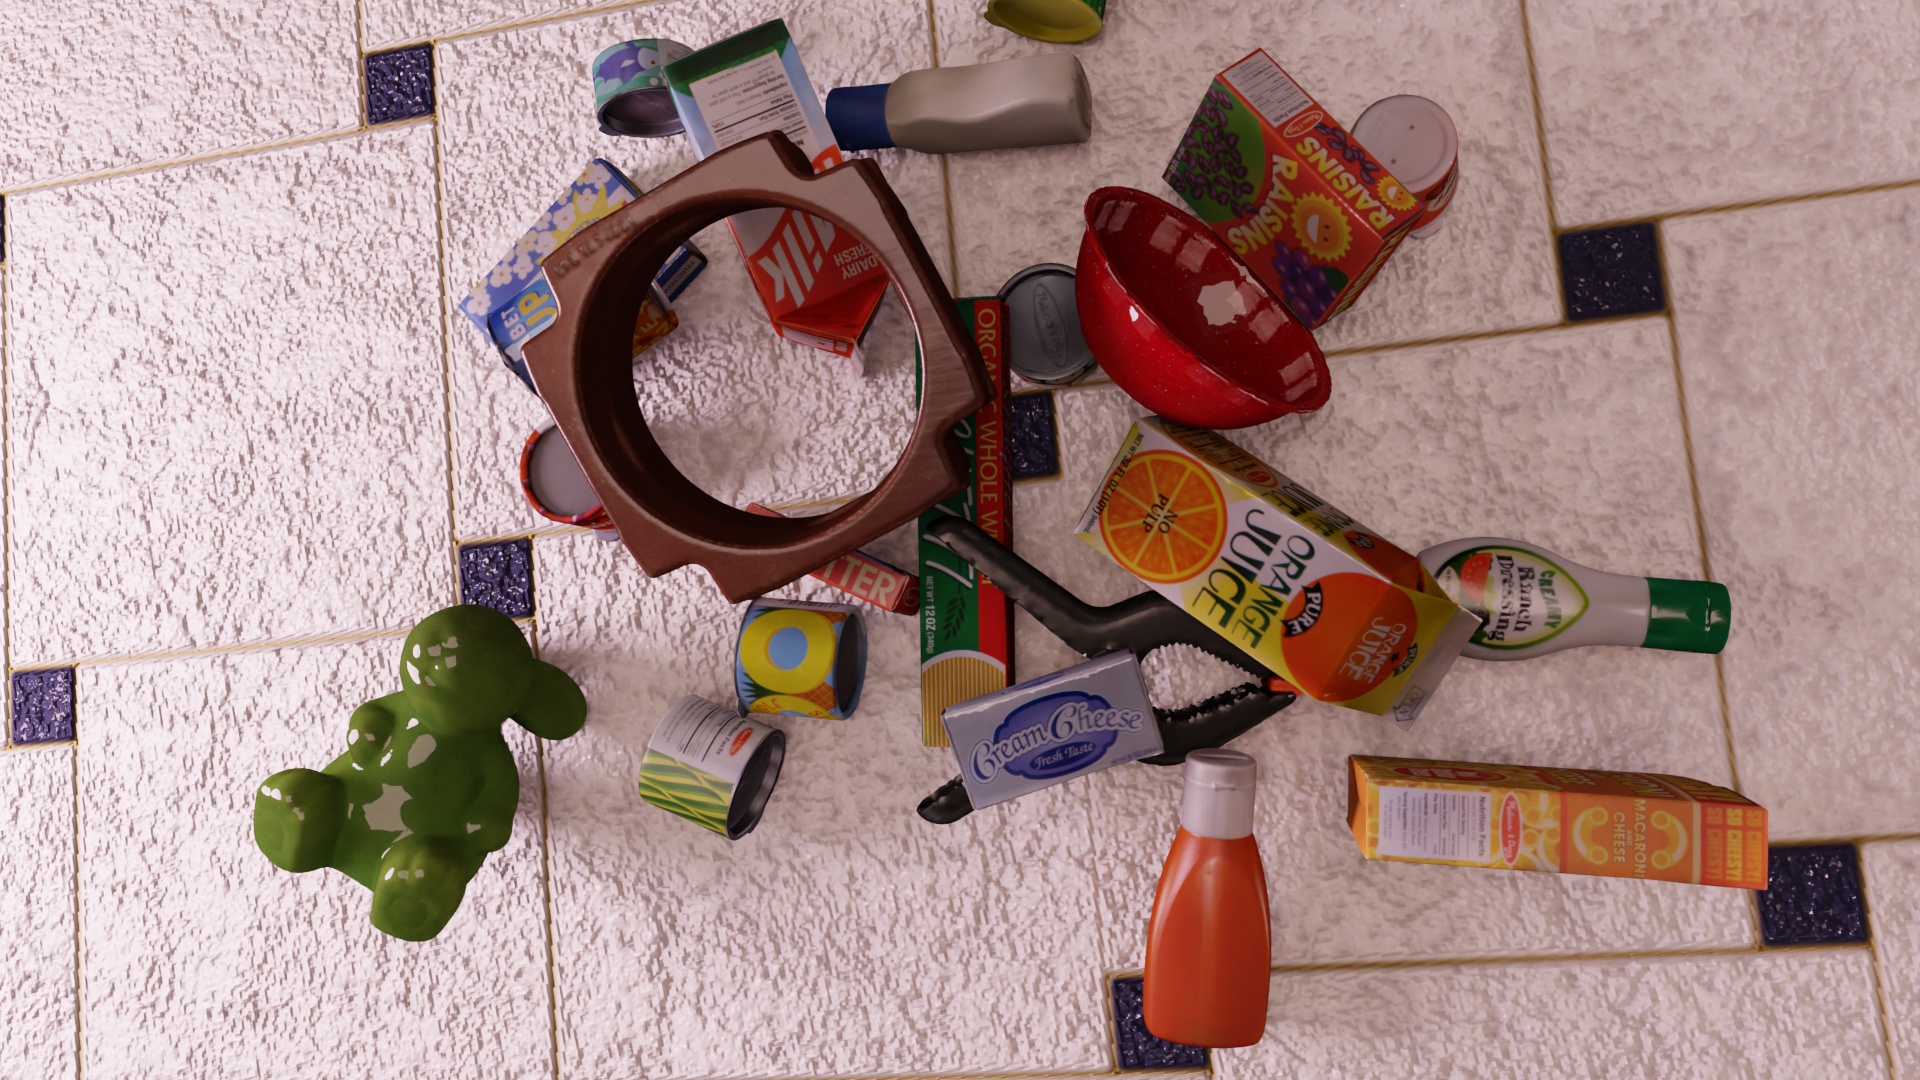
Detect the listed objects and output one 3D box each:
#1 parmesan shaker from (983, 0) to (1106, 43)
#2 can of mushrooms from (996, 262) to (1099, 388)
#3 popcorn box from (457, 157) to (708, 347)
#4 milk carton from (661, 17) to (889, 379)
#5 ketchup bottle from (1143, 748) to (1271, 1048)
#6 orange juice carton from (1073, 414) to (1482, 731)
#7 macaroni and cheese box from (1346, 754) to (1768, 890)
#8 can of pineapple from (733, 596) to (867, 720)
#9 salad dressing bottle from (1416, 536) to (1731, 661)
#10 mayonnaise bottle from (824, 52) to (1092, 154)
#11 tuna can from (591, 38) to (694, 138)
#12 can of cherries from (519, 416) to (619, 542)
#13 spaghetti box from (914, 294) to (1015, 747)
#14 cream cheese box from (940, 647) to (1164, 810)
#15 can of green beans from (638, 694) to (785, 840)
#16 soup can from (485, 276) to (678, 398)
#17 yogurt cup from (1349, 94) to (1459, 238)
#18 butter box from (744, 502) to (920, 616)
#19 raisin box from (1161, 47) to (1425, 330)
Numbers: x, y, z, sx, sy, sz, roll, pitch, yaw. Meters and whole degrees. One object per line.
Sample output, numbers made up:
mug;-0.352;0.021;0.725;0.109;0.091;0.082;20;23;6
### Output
parmesan shaker;0.055;-0.345;0.786;0.071;0.071;0.103;10;87;12
can of mushrooms;0.049;-0.120;0.783;0.071;0.033;0.071;-1;85;11
popcorn box;-0.228;-0.156;0.841;0.126;0.038;0.085;-45;79;4
milk carton;-0.093;-0.181;0.781;0.073;0.072;0.190;-24;93;-5
ketchup bottle;0.130;0.184;0.719;0.065;0.043;0.148;3;97;3
orange juice carton;0.162;0.014;0.707;0.193;0.073;0.071;35;113;19
macaroni and cheese box;0.276;0.131;0.667;0.166;0.124;0.040;2;87;11
can of pineapple;-0.089;0.068;0.777;0.058;0.071;0.071;4;86;12
salad dressing bottle;0.309;0.033;0.710;0.148;0.044;0.064;4;84;12
mayonnaise bottle;-0.002;-0.246;0.792;0.148;0.065;0.041;0;83;15
tuna can;-0.187;-0.269;0.830;0.071;0.071;0.033;-11;83;11
can of cherries;-0.216;-0.037;0.817;0.071;0.058;0.071;-1;84;12
spaghetti box;0.003;-0.010;0.765;0.050;0.029;0.249;0;95;11
cream cheese box;0.047;0.096;0.709;0.104;0.024;0.053;-18;94;3
can of green beans;-0.140;0.127;0.783;0.058;0.071;0.071;20;90;13
soup can;-0.212;-0.123;0.779;0.084;0.071;0.071;-35;79;5
yogurt cup;0.234;-0.202;0.742;0.072;0.054;0.072;-1;84;12
butter box;-0.072;0.012;0.786;0.103;0.053;0.024;24;89;13
raisin box;0.173;-0.184;0.735;0.040;0.085;0.123;-35;77;-25
